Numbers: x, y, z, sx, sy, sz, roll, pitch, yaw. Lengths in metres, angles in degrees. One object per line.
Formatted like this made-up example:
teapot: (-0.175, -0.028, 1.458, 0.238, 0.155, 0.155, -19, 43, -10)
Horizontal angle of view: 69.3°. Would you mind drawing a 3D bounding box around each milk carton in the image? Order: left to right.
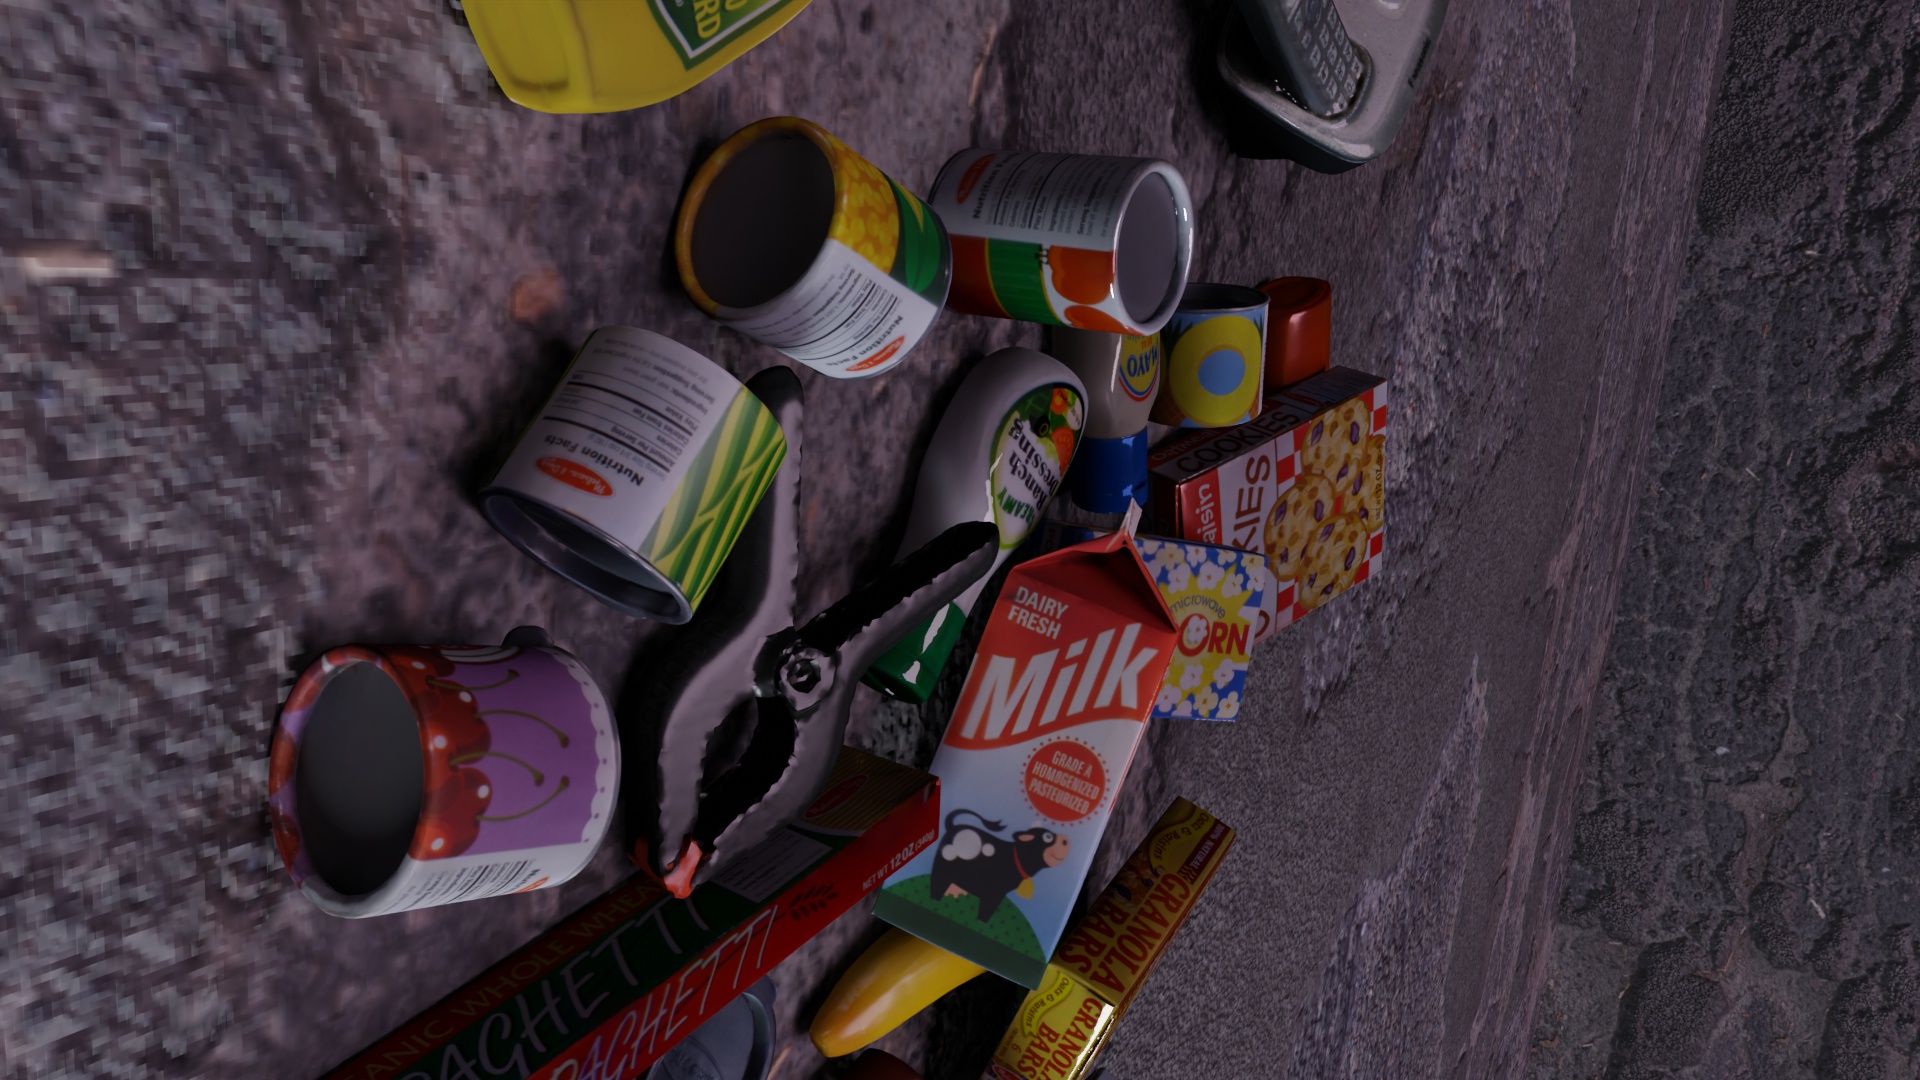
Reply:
milk carton: (0.037, 0.074, 0.570, 0.072, 0.073, 0.190, 23, 89, -80)

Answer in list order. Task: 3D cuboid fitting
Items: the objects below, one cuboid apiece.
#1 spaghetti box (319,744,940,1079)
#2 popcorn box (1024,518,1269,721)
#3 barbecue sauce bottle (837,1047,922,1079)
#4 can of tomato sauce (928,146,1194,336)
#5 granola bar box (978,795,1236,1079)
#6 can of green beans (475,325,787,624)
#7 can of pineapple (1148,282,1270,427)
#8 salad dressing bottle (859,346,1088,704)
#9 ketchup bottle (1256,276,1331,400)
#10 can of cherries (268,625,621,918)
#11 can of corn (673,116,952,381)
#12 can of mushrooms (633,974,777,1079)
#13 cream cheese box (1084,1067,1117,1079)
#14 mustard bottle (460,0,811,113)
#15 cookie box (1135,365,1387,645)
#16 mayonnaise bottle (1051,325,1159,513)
spaghetti box: (-0.099, 0.134, 0.445, 0.251, 0.050, 0.028, -28, 123, -49)
popcorn box: (0.085, 0.039, 0.662, 0.127, 0.038, 0.085, 7, 96, -35)
barbecue sauce bottle: (-0.069, 0.271, 0.545, 0.149, 0.044, 0.064, -33, 132, -46)
can of tomato sauce: (0.039, -0.114, 0.535, 0.071, 0.083, 0.071, -25, 122, -50)
granola bar box: (0.070, 0.214, 0.683, 0.166, 0.039, 0.123, -31, 149, -57)
can of green beans: (-0.090, -0.018, 0.389, 0.058, 0.071, 0.071, -62, 145, -22)
can of pineapple: (0.113, -0.091, 0.675, 0.071, 0.071, 0.057, -28, 124, -50)
salad dressing bottle: (0.002, -0.007, 0.553, 0.148, 0.044, 0.064, -63, 142, -20)
ketchup bottle: (0.193, -0.077, 0.820, 0.065, 0.043, 0.148, -38, 131, -42)
can of cherries: (-0.132, 0.057, 0.355, 0.058, 0.071, 0.071, 8, 94, -56)
can of corn: (-0.047, -0.091, 0.432, 0.058, 0.071, 0.071, 21, 83, -57)
can of mushrooms: (-0.096, 0.177, 0.480, 0.071, 0.033, 0.070, -25, 121, -50)
cream cheese box: (0.045, 0.313, 0.707, 0.053, 0.024, 0.103, -34, 161, -46)
mustard bottle: (-0.065, -0.173, 0.387, 0.161, 0.049, 0.065, -47, 139, -38)
cookie box: (0.168, -0.011, 0.765, 0.168, 0.040, 0.122, -25, 123, -30)
mayonnaise bottle: (0.067, -0.086, 0.625, 0.065, 0.041, 0.147, -34, 128, -49)
